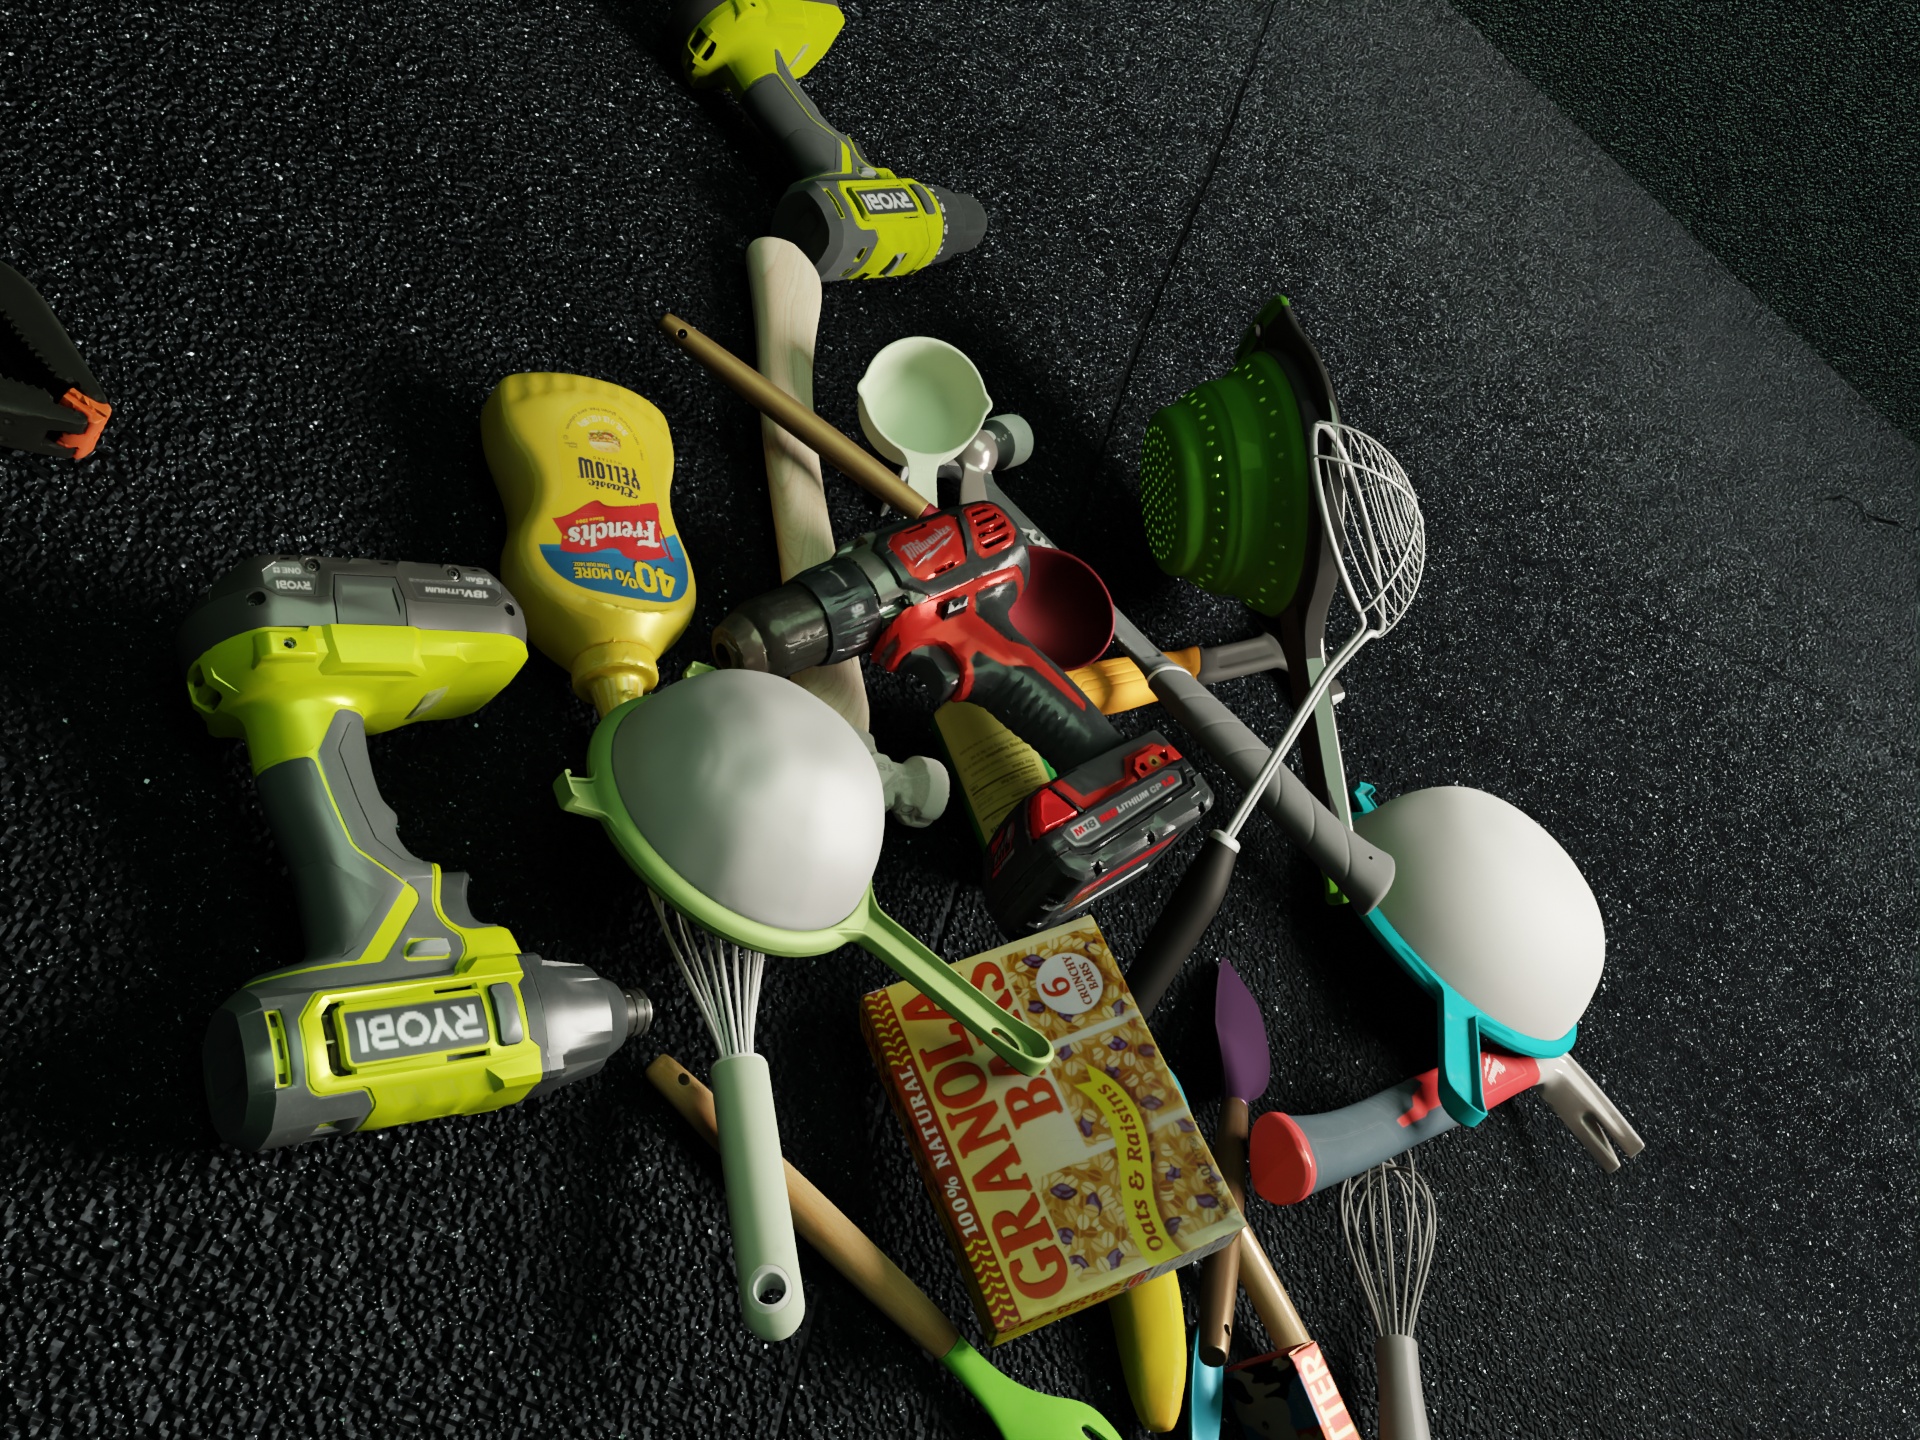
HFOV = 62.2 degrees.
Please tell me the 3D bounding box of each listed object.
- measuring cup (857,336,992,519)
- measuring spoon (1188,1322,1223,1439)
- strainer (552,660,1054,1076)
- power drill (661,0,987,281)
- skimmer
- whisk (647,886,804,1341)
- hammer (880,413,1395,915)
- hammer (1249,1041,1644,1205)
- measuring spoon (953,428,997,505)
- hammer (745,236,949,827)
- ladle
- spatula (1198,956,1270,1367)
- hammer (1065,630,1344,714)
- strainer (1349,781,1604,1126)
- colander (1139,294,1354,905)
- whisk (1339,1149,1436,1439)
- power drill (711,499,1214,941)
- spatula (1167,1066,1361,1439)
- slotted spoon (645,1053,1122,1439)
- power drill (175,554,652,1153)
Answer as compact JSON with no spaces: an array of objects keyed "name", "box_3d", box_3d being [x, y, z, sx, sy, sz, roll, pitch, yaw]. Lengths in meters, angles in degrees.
[{"name":"measuring cup","box_3d":[-0.027,-0.146,0.959,0.083,0.038,0.168,4,80,-14]},{"name":"measuring spoon","box_3d":[0.112,0.349,0.774,0.042,0.021,0.129,39,33,-14]},{"name":"strainer","box_3d":[-0.045,0.061,0.714,0.256,0.069,0.151,40,26,-2]},{"name":"power drill","box_3d":[-0.089,-0.412,1.115,0.190,0.080,0.228,-25,81,-48]},{"name":"skimmer","box_3d":[0.158,0.003,0.903,0.090,0.363,0.127,30,-2,34]},{"name":"whisk","box_3d":[-0.098,0.144,0.692,0.058,0.059,0.247,-9,57,-9]},{"name":"hammer","box_3d":[0.114,-0.039,0.988,0.409,0.036,0.149,47,42,16]},{"name":"hammer","box_3d":[0.284,0.235,0.925,0.386,0.038,0.143,0,45,-52]},{"name":"measuring spoon","box_3d":[0.012,-0.142,0.981,0.034,0.018,0.124,16,45,-20]},{"name":"hammer","box_3d":[-0.102,-0.131,0.923,0.146,0.038,0.411,13,52,-34]},{"name":"ladle","box_3d":[-0.044,-0.135,0.918,0.315,0.069,0.031,36,-2,-5]},{"name":"spatula","box_3d":[0.142,0.219,0.830,0.059,0.018,0.316,55,22,-11]},{"name":"hammer","box_3d":[0.139,-0.039,1.071,0.336,0.034,0.127,-14,71,-46]},{"name":"strainer","box_3d":[0.339,0.134,1.003,0.211,0.095,0.340,39,25,1]},{"name":"colander","box_3d":[0.185,-0.074,1.040,0.094,0.204,0.397,-5,80,-7]},{"name":"whisk","box_3d":[0.238,0.337,0.859,0.055,0.055,0.239,31,42,-22]},{"name":"power drill","box_3d":[-0.001,-0.003,0.813,0.188,0.080,0.227,-25,71,-34]},{"name":"spatula","box_3d":[0.130,0.265,0.832,0.317,0.044,0.082,62,9,2]},{"name":"slotted spoon","box_3d":[-0.025,0.261,0.705,0.313,0.031,0.070,45,38,-4]},{"name":"power drill","box_3d":[-0.223,0.050,0.649,0.171,0.080,0.223,-1,65,-42]}]
